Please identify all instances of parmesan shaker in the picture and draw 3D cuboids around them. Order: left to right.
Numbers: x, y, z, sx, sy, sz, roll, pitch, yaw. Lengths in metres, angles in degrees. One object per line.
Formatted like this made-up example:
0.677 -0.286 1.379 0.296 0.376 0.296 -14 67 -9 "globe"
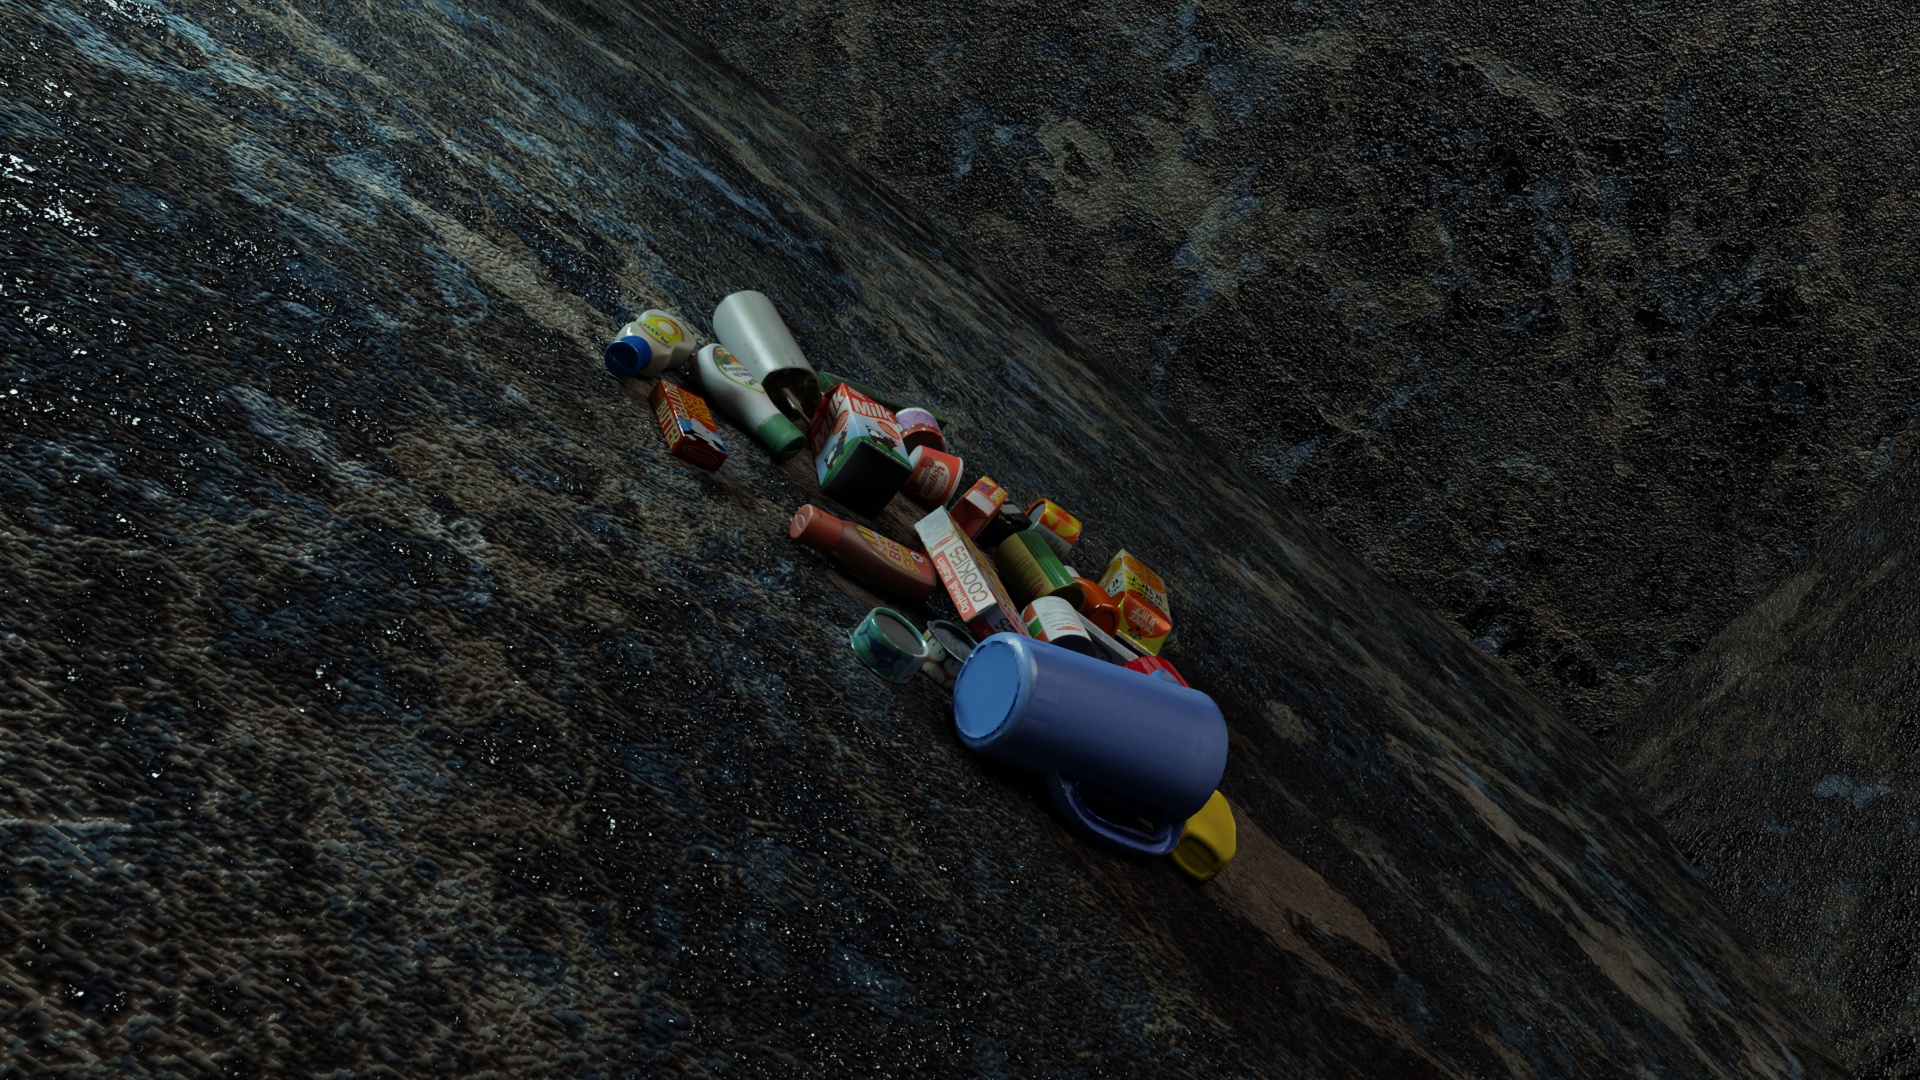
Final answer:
0.091 0.042 1.583 0.071 0.071 0.103 22 24 -43 "parmesan shaker"

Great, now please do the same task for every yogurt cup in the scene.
-0.036 -0.077 1.635 0.054 0.072 0.073 25 21 -17 "yogurt cup"

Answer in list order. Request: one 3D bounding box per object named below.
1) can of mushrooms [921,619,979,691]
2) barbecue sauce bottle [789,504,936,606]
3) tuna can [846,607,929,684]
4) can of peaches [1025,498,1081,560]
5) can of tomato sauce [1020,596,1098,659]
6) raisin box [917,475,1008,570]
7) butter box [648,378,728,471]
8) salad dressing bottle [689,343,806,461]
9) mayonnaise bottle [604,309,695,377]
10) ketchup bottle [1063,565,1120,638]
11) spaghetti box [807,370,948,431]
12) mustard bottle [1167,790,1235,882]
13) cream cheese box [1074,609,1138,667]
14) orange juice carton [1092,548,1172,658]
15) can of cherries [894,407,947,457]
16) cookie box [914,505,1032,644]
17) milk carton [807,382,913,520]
-0.011 0.106 1.292 0.071 0.033 0.071 35 19 -14 "can of mushrooms"
-0.094 0.012 1.338 0.148 0.043 0.065 28 19 -31 "barbecue sauce bottle"
-0.064 0.091 1.227 0.071 0.032 0.071 36 18 -13 "tuna can"
0.111 -0.013 1.763 0.058 0.071 0.071 34 19 -15 "can of peaches"
0.100 0.108 1.451 0.071 0.071 0.083 31 16 -25 "can of tomato sauce"
0.005 -0.019 1.539 0.040 0.086 0.124 38 18 1 "raisin box"
-0.262 -0.111 1.334 0.053 0.024 0.104 24 24 -40 "butter box"
-0.223 -0.144 1.458 0.148 0.044 0.064 45 20 16 "salad dressing bottle"
-0.316 -0.195 1.401 0.065 0.041 0.148 39 17 -6 "mayonnaise bottle"
0.141 0.073 1.630 0.043 0.064 0.149 20 15 -20 "ketchup bottle"
-0.103 -0.159 1.719 0.029 0.050 0.250 51 21 27 "spaghetti box"
0.236 0.275 1.347 0.065 0.048 0.161 41 17 5 "mustard bottle"
0.139 0.121 1.519 0.104 0.053 0.024 37 19 -8 "cream cheese box"
0.205 0.088 1.693 0.072 0.073 0.193 37 18 -9 "orange juice carton"
-0.056 -0.120 1.697 0.071 0.071 0.058 29 21 -30 "can of cherries"
0.021 0.058 1.400 0.122 0.040 0.168 52 6 -40 "cookie box"
-0.115 -0.109 1.538 0.072 0.073 0.191 30 20 -26 "milk carton"
